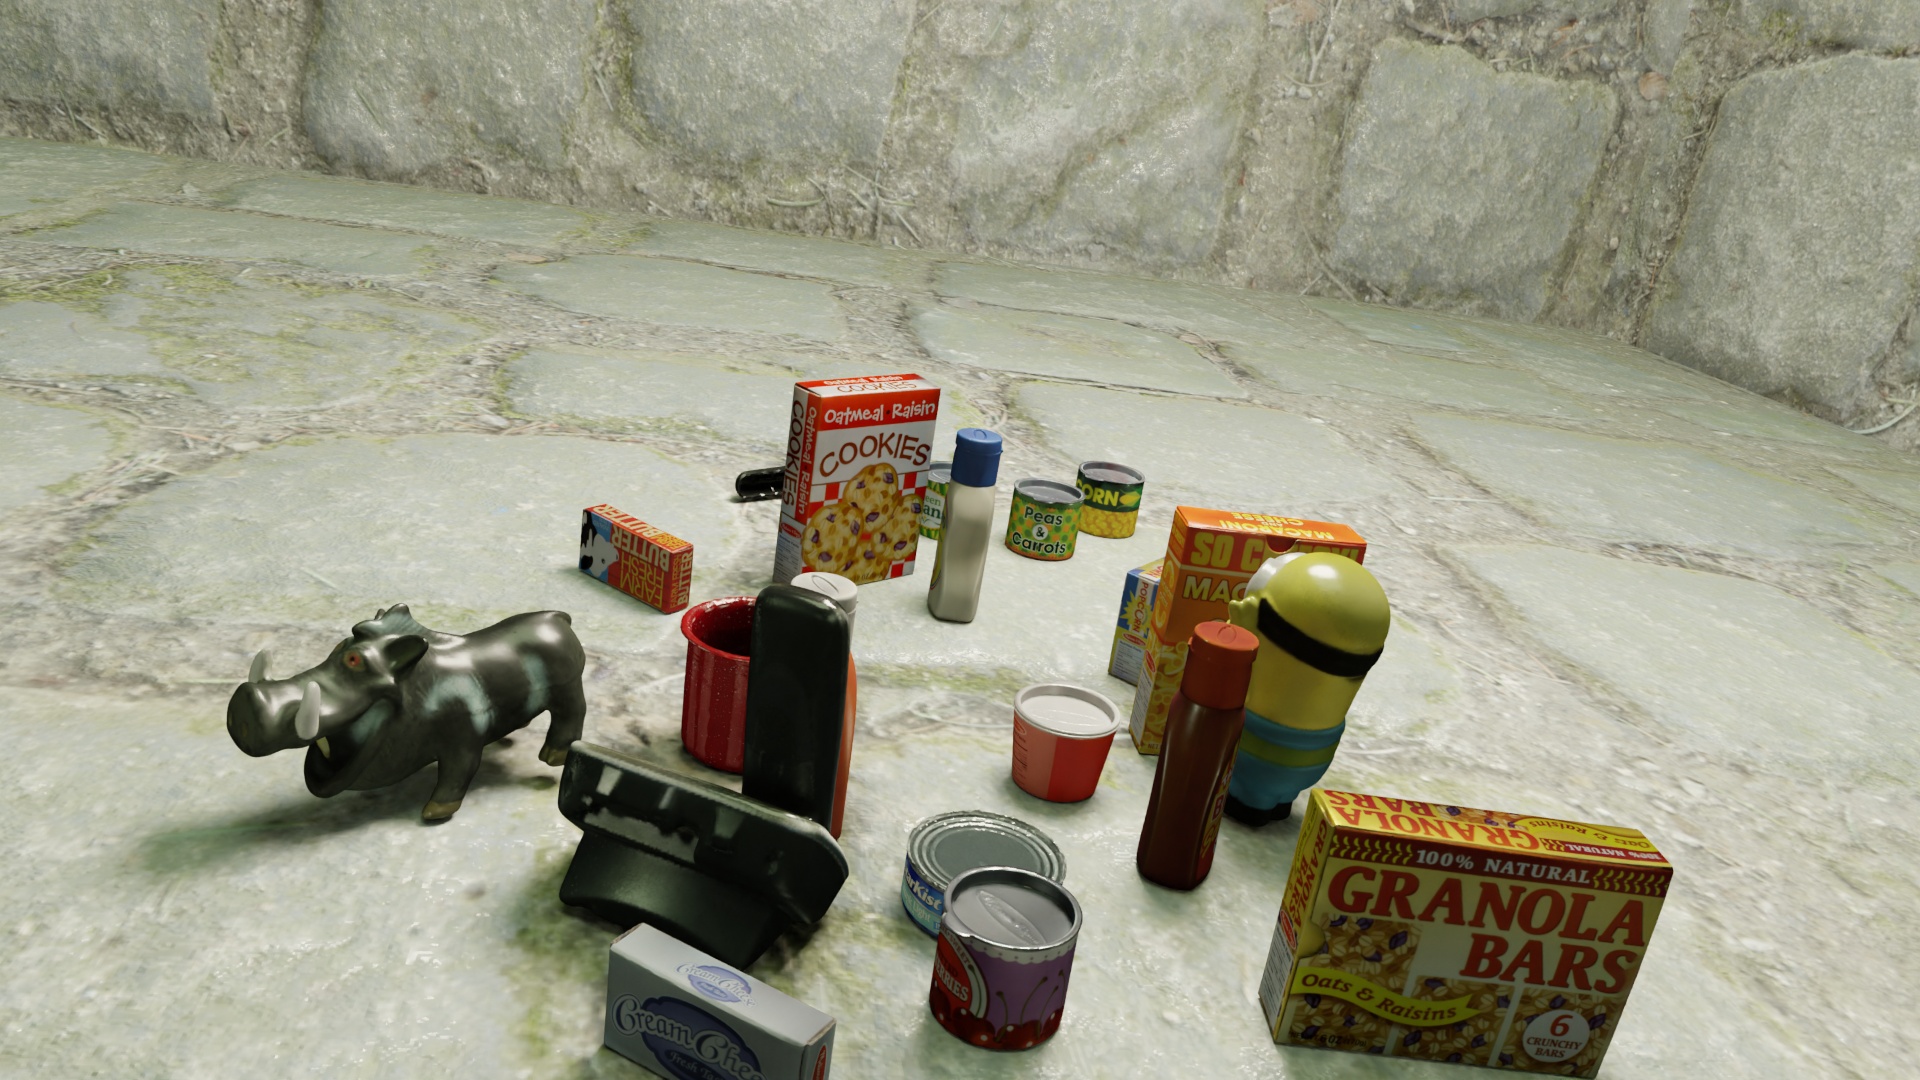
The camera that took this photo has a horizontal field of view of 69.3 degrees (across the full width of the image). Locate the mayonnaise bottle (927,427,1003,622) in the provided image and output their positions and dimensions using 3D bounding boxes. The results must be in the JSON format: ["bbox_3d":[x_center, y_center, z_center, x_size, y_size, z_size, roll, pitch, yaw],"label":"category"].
[{"bbox_3d":[0.004,-0.014,1.094,0.041,0.147,0.065,7,20,-6],"label":"mayonnaise bottle"}]

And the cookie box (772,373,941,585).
[{"bbox_3d":[-0.084,-0.047,1.119,0.123,0.166,0.040,-10,27,-42],"label":"cookie box"}]

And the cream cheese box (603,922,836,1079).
[{"bbox_3d":[-0.104,0.207,0.586,0.104,0.053,0.024,18,21,23],"label":"cream cheese box"}]

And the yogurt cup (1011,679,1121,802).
[{"bbox_3d":[0.063,0.128,0.872,0.072,0.053,0.072,8,20,-3],"label":"yogurt cup"}]

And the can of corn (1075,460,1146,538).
[{"bbox_3d":[0.141,-0.040,1.354,0.071,0.058,0.071,8,20,-3],"label":"can of corn"}]

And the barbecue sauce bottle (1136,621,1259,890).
[{"bbox_3d":[0.135,0.120,0.787,0.044,0.148,0.065,14,20,15],"label":"barbecue sauce bottle"}]

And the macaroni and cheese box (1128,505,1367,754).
[{"bbox_3d":[0.190,0.066,0.929,0.124,0.165,0.040,6,20,-9],"label":"macaroni and cheese box"}]

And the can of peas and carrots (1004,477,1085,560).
[{"bbox_3d":[0.077,-0.019,1.269,0.071,0.058,0.071,8,20,-3],"label":"can of peas and carrots"}]

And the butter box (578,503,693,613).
[{"bbox_3d":[-0.246,0.013,1.053,0.103,0.053,0.024,22,23,31],"label":"butter box"}]

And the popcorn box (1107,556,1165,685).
[{"bbox_3d":[0.167,0.055,1.069,0.038,0.085,0.127,22,24,32],"label":"popcorn box"}]

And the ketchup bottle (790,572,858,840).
[{"bbox_3d":[-0.083,0.092,0.769,0.043,0.148,0.065,-4,24,-33],"label":"ketchup bottle"}]

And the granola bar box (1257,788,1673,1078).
[{"bbox_3d":[0.241,0.192,0.673,0.166,0.123,0.039,8,20,-4],"label":"granola bar box"}]

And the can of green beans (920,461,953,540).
[{"bbox_3d":[-0.008,-0.036,1.280,0.071,0.057,0.071,8,20,-3],"label":"can of green beans"}]

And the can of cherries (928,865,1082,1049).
[{"bbox_3d":[0.018,0.197,0.658,0.071,0.058,0.072,8,20,-3],"label":"can of cherries"}]
